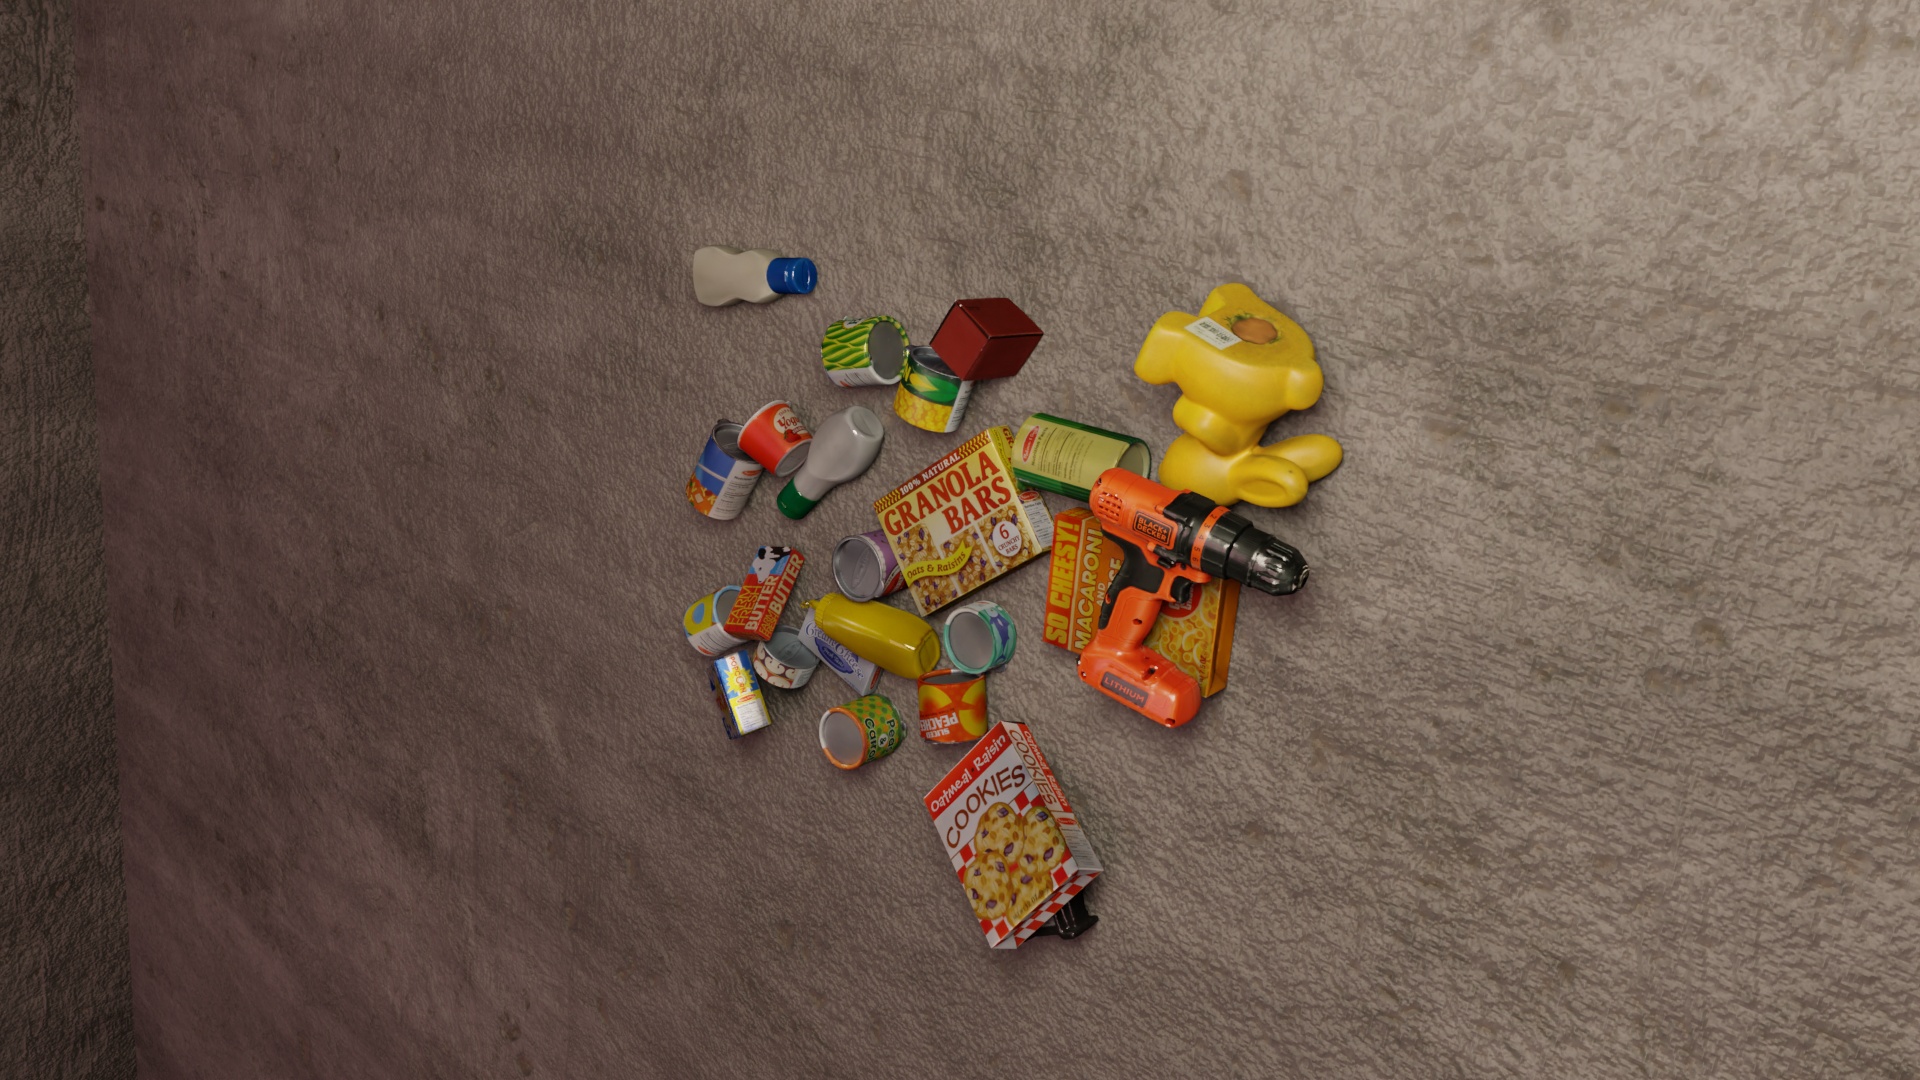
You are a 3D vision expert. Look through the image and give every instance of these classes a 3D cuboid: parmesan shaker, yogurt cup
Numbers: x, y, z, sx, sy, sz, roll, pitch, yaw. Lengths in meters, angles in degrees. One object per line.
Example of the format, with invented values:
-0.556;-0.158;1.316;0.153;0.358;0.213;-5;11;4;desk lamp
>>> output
0.103;-0.064;1.192;0.103;0.071;0.071;19;111;35;parmesan shaker
-0.187;-0.102;1.425;0.054;0.073;0.072;45;124;14;yogurt cup

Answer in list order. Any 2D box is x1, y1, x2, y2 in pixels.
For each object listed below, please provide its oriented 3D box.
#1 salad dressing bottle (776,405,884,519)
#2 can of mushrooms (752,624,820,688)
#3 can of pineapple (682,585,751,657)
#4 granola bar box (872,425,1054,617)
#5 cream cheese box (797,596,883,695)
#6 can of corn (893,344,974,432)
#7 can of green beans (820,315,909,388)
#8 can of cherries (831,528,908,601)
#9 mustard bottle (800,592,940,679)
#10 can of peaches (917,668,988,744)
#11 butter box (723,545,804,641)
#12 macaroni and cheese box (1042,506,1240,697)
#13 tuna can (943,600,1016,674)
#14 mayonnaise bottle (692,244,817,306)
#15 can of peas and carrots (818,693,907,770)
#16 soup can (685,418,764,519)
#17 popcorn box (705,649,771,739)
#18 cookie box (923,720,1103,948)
-0.135;-0.076;1.401;0.147;0.044;0.064;-43;74;37;salad dressing bottle
-0.185;0.121;1.465;0.071;0.071;0.033;44;125;24;can of mushrooms
-0.260;0.086;1.521;0.057;0.071;0.071;-26;83;39;can of pineapple
0.005;-0.016;1.301;0.165;0.039;0.124;-31;80;39;granola bar box
-0.121;0.108;1.438;0.104;0.024;0.053;38;119;27;cream cheese box
-0.026;-0.141;1.281;0.071;0.071;0.058;35;120;29;can of corn
-0.090;-0.180;1.327;0.058;0.071;0.071;0;99;39;can of green beans
-0.082;0.025;1.367;0.071;0.058;0.071;8;103;37;can of cherries
-0.096;0.085;1.381;0.160;0.049;0.065;22;144;28;mustard bottle
-0.009;0.157;1.326;0.071;0.071;0.058;4;101;39;can of peaches
-0.206;0.056;1.460;0.053;0.024;0.104;0;59;39;butter box
0.154;0.050;1.191;0.166;0.040;0.123;17;110;35;macaroni and cheese box
0.019;0.094;1.316;0.071;0.033;0.071;9;104;38;tuna can
-0.212;-0.272;1.426;0.148;0.041;0.064;8;106;37;mayonnaise bottle
-0.100;0.195;1.416;0.071;0.059;0.070;10;106;38;can of peas and carrots
-0.249;-0.075;1.479;0.071;0.071;0.083;47;125;22;soup can
-0.240;0.168;1.499;0.126;0.038;0.085;144;106;-73;popcorn box
0.045;0.269;1.281;0.122;0.040;0.168;-48;49;23;cookie box
